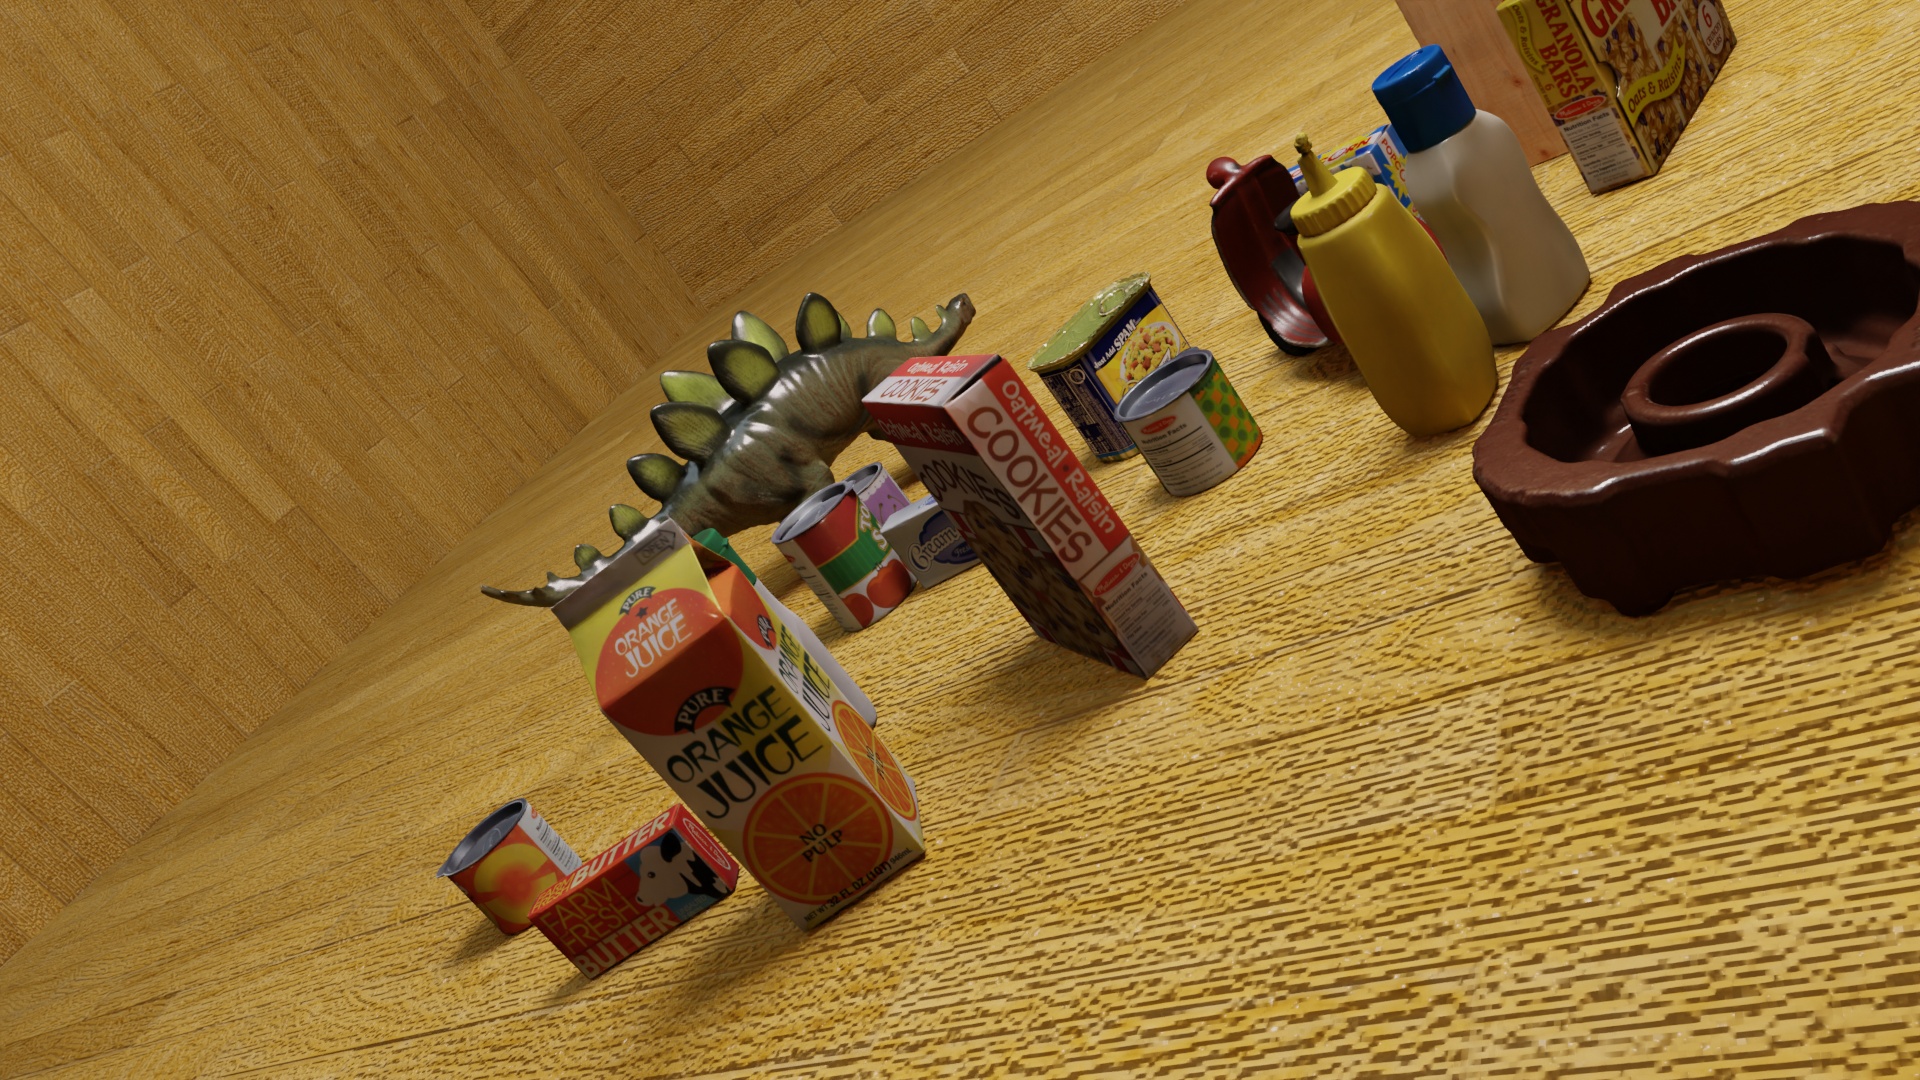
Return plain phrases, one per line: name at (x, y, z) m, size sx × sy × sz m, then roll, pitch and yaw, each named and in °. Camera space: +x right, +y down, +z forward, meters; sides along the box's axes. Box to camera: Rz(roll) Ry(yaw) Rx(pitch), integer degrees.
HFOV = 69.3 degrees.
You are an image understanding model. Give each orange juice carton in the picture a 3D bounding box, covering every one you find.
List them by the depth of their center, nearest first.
orange juice carton at (-0.102, 0.082, 0.650) m, size 0.072 × 0.192 × 0.073 m, roll -35°, pitch 18°, yaw 5°

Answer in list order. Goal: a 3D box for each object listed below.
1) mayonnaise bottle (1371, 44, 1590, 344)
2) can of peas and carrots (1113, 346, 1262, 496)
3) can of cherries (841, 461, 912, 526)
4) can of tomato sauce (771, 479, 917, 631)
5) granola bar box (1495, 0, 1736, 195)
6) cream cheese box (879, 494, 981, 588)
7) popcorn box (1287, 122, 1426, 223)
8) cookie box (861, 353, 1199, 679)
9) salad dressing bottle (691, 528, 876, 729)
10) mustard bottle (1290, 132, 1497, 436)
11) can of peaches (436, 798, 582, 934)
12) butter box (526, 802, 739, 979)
mayonnaise bottle at (0.255, -0.172, 0.687) m, size 0.065 × 0.148 × 0.041 m, roll -43°, pitch 19°, yaw -18°
can of peas and carrots at (0.133, -0.069, 0.803) m, size 0.071 × 0.058 × 0.071 m, roll -33°, pitch 19°, yaw 13°
can of cherries at (-0.071, -0.015, 1.043) m, size 0.071 × 0.058 × 0.072 m, roll -33°, pitch 19°, yaw 13°
can of tomato sauce at (-0.077, 0.010, 0.956) m, size 0.071 × 0.083 × 0.071 m, roll -33°, pitch 18°, yaw 13°
granola bar box at (0.381, -0.296, 0.796) m, size 0.039 × 0.124 × 0.166 m, roll -12°, pitch 31°, yaw 53°
cream cheese box at (0.003, -0.011, 0.908) m, size 0.103 × 0.053 × 0.024 m, roll -27°, pitch 21°, yaw 29°
popcorn box at (0.237, -0.201, 0.892) m, size 0.126 × 0.085 × 0.038 m, roll -15°, pitch 29°, yaw 49°
cookie box at (0.031, -0.016, 0.685) m, size 0.040 × 0.167 × 0.123 m, roll -41°, pitch 18°, yaw -12°
salad dressing bottle at (-0.108, 0.059, 0.789) m, size 0.044 × 0.147 × 0.064 m, roll -35°, pitch 18°, yaw 7°
mustard bottle at (0.198, -0.126, 0.659) m, size 0.048 × 0.160 × 0.066 m, roll -17°, pitch 27°, yaw 47°
can of peaches at (-0.289, 0.211, 0.894) m, size 0.071 × 0.058 × 0.071 m, roll -33°, pitch 19°, yaw 13°
butter box at (-0.176, 0.190, 0.748) m, size 0.103 × 0.053 × 0.024 m, roll -33°, pitch 18°, yaw 11°
